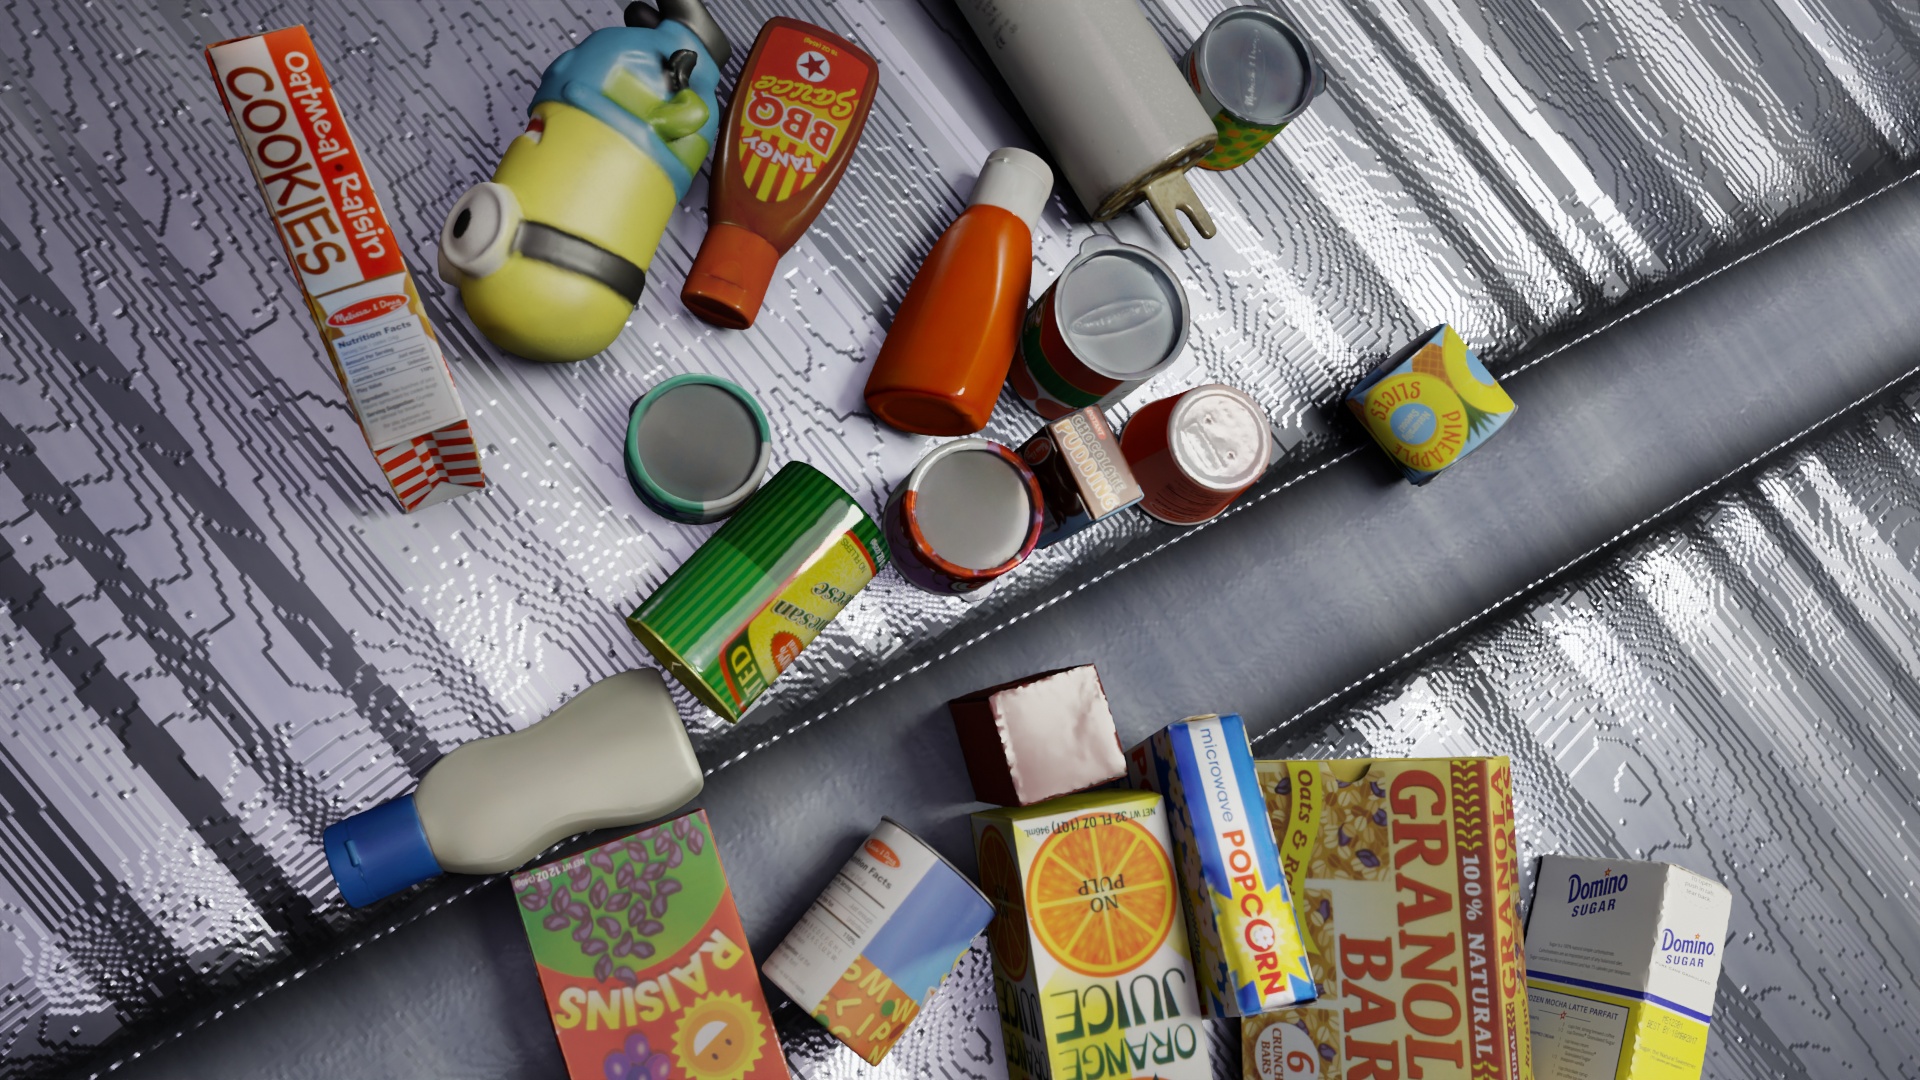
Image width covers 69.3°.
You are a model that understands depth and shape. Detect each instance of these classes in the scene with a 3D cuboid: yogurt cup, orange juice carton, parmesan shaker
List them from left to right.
[{"bbox_3d":[-0.089,0.020,0.616,0.071,0.071,0.103,44,73,-3],"label":"parmesan shaker"},{"bbox_3d":[0.061,0.212,0.618,0.072,0.073,0.193,-7,82,-16],"label":"orange juice carton"},{"bbox_3d":[0.119,-0.045,0.692,0.072,0.054,0.072,3,79,-13],"label":"yogurt cup"}]

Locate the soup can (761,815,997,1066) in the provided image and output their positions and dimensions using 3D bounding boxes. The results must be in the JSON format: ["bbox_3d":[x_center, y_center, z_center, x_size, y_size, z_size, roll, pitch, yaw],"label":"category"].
[{"bbox_3d":[-0.033,0.175,0.605,0.071,0.071,0.084,42,73,-4],"label":"soup can"}]

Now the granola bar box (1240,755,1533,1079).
[{"bbox_3d":[0.189,0.182,0.633,0.039,0.124,0.166,13,73,-51],"label":"granola bar box"}]

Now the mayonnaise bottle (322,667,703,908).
[{"bbox_3d":[-0.188,0.108,0.589,0.148,0.041,0.065,-21,75,-16],"label":"mayonnaise bottle"}]

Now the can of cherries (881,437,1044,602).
[{"bbox_3d":[0.002,-0.008,0.652,0.071,0.058,0.071,3,79,-14],"label":"can of cherries"}]

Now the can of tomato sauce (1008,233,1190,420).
[{"bbox_3d":[0.063,-0.100,0.672,0.071,0.083,0.071,3,79,-14],"label":"can of tomato sauce"}]

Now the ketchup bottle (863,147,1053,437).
[{"bbox_3d":[0.006,-0.123,0.676,0.043,0.064,0.149,44,59,-47],"label":"ketchup bottle"}]

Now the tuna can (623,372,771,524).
[{"bbox_3d":[-0.123,-0.044,0.639,0.071,0.032,0.071,3,79,-15],"label":"tuna can"}]

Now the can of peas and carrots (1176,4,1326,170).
[{"bbox_3d":[0.147,-0.237,0.733,0.071,0.058,0.071,3,79,-15],"label":"can of peas and carrots"}]

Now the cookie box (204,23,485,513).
[{"bbox_3d":[-0.248,-0.104,0.570,0.040,0.122,0.167,-22,86,-18],"label":"cookie box"}]

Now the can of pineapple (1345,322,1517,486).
[{"bbox_3d":[0.243,-0.071,0.722,0.071,0.071,0.058,-40,91,-18],"label":"can of pineapple"}]

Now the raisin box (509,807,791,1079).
[{"bbox_3d":[-0.132,0.187,0.590,0.086,0.040,0.123,-18,83,-18],"label":"raisin box"}]

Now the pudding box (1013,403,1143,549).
[{"bbox_3d":[0.050,-0.028,0.655,0.030,0.083,0.049,-25,87,-18],"label":"pudding box"}]

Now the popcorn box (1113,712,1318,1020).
[{"bbox_3d":[0.110,0.149,0.626,0.038,0.085,0.127,-6,71,-16],"label":"popcorn box"}]

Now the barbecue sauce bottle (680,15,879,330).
[{"bbox_3d":[-0.091,-0.174,0.667,0.065,0.043,0.149,22,75,-11],"label":"barbecue sauce bottle"}]
